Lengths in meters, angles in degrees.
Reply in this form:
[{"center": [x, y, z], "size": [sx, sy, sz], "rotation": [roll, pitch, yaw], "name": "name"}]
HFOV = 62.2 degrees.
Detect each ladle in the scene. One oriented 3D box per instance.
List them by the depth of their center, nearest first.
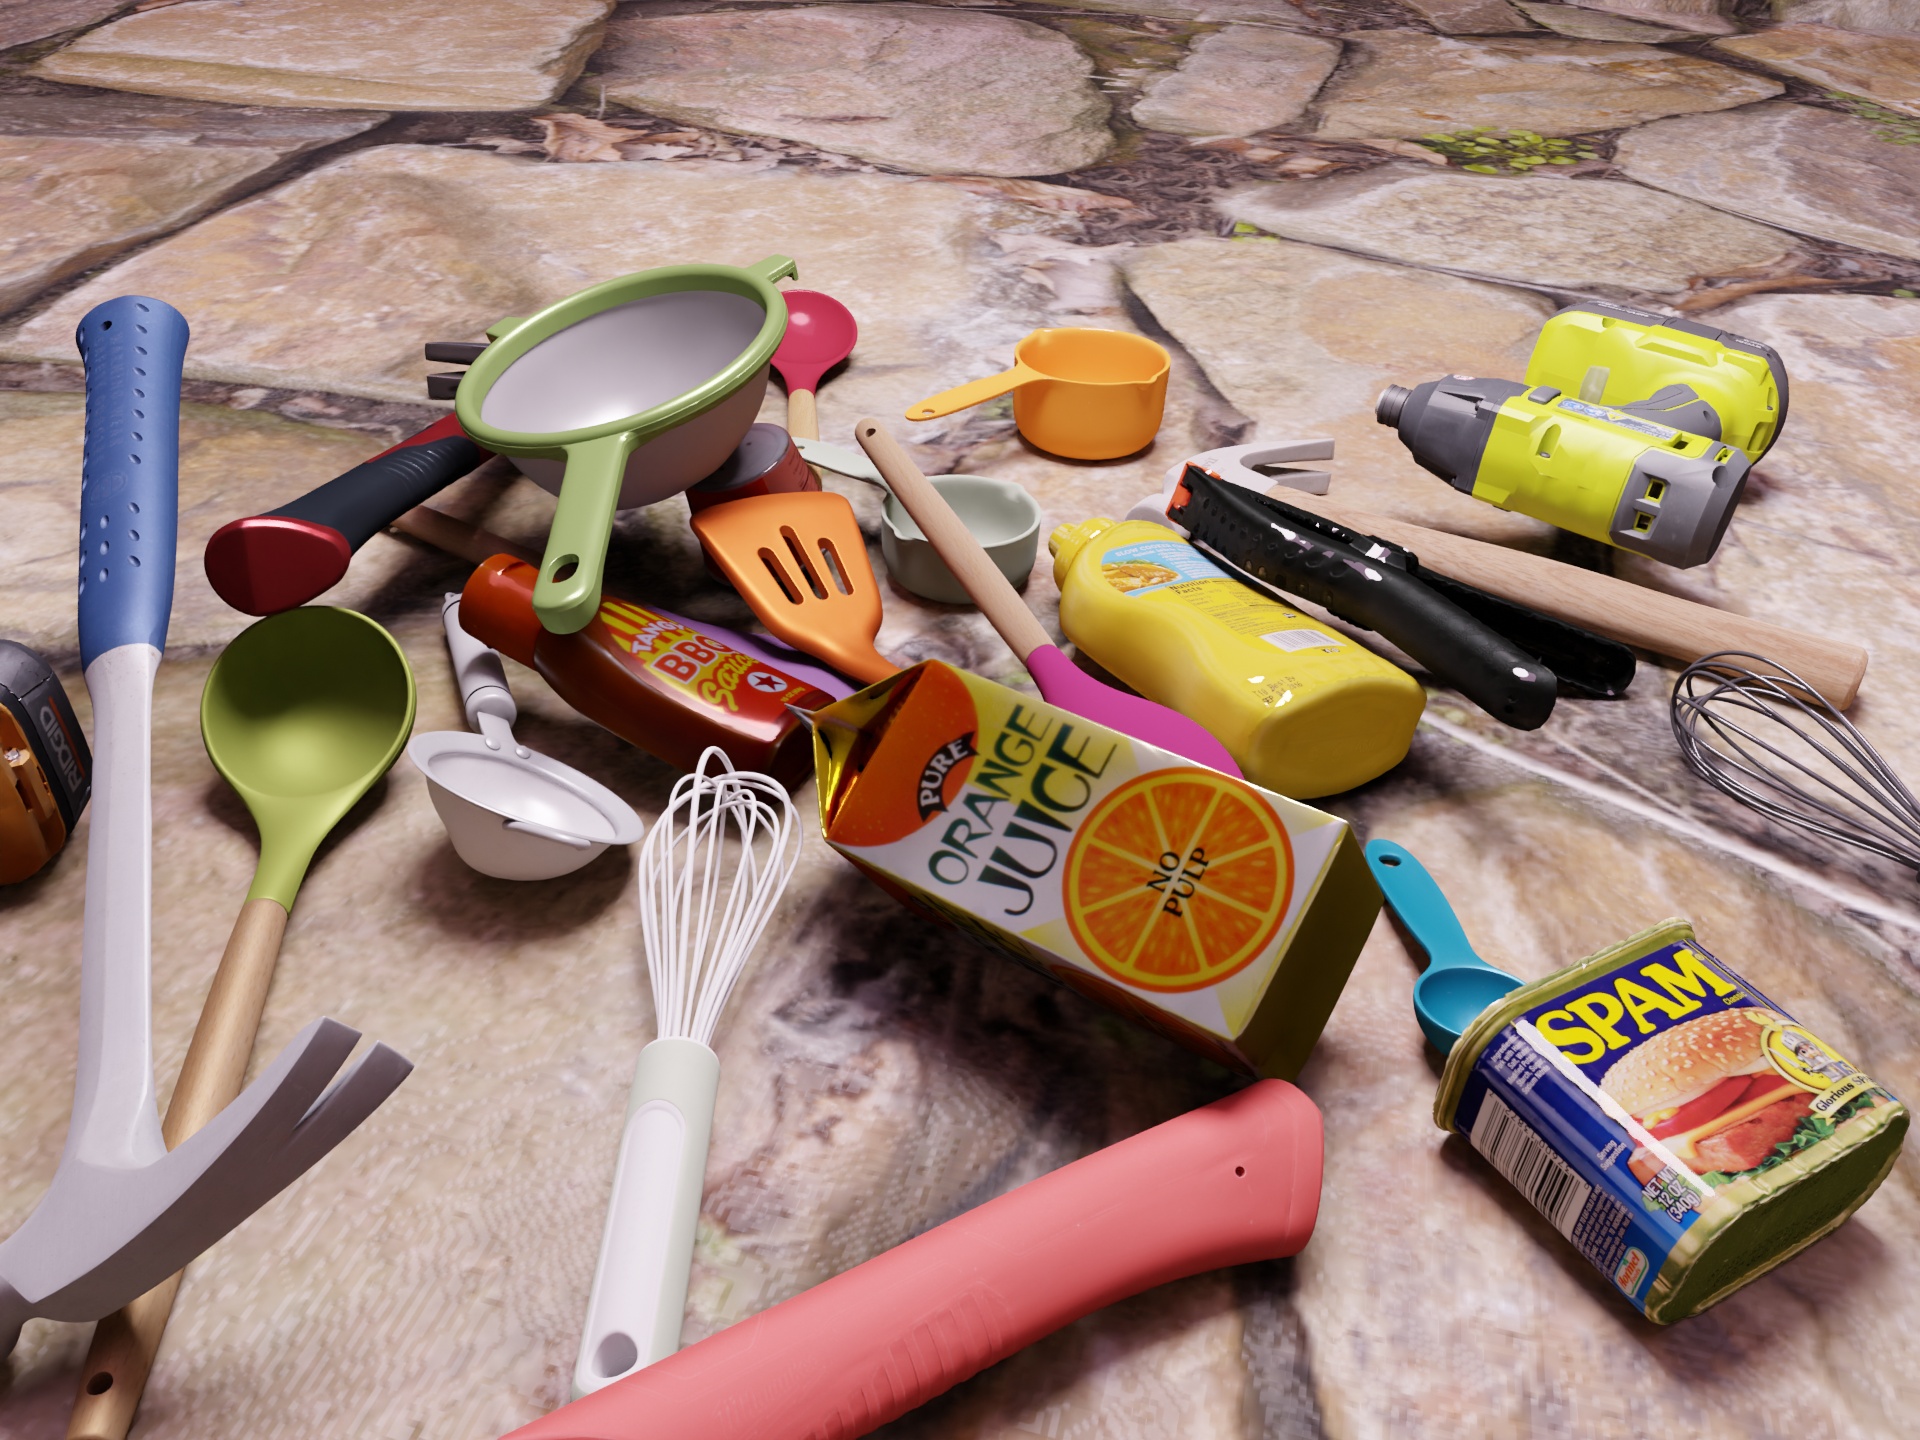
[{"center": [-0.228, 0.070, 0.500], "size": [0.078, 0.062, 0.320], "rotation": [-5, 37, -5], "name": "ladle"}, {"center": [-0.087, -0.170, 0.892], "size": [0.069, 0.031, 0.316], "rotation": [-1, 36, -6], "name": "ladle"}]

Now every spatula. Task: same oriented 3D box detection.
[{"center": [-0.001, -0.002, 0.618], "size": [0.081, 0.041, 0.323], "rotation": [-14, 39, -33], "name": "spatula"}, {"center": [-0.162, -0.052, 0.719], "size": [0.316, 0.018, 0.060], "rotation": [24, 40, 27], "name": "spatula"}]

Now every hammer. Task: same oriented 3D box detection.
[{"center": [-0.058, 0.153, 0.372], "size": [0.359, 0.036, 0.149], "rotation": [-16, 63, -31], "name": "hammer"}, {"center": [-0.260, -0.012, 0.504], "size": [0.144, 0.035, 0.406], "rotation": [-28, 51, 5], "name": "hammer"}, {"center": [-0.256, -0.129, 0.752], "size": [0.143, 0.038, 0.386], "rotation": [4, 23, 5], "name": "hammer"}, {"center": [0.253, -0.073, 0.764], "size": [0.331, 0.031, 0.130], "rotation": [21, 39, 25], "name": "hammer"}]

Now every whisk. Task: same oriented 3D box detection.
[{"center": [-0.083, 0.096, 0.478], "size": [0.058, 0.059, 0.247], "rotation": [-8, 38, 6], "name": "whisk"}, {"center": [0.359, 0.048, 0.578], "size": [0.055, 0.055, 0.239], "rotation": [-19, 44, -28], "name": "whisk"}]

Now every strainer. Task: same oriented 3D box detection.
[{"center": [-0.181, 0.002, 0.618], "size": [0.086, 0.050, 0.259], "rotation": [21, 16, -31], "name": "strainer"}, {"center": [-0.140, -0.104, 0.672], "size": [0.151, 0.069, 0.257], "rotation": [-11, 42, 7], "name": "strainer"}]

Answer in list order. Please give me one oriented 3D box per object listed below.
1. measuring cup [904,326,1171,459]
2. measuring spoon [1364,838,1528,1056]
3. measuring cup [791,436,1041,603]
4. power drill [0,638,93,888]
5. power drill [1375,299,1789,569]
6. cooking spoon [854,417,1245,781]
[{"center": [0.040, -0.169, 0.877], "size": [0.173, 0.052, 0.095], "rotation": [-24, 42, -31], "name": "measuring cup"}, {"center": [0.163, 0.080, 0.550], "size": [0.042, 0.021, 0.129], "rotation": [-1, 25, -4], "name": "measuring spoon"}, {"center": [-0.033, -0.102, 0.786], "size": [0.168, 0.038, 0.083], "rotation": [27, 41, 35], "name": "measuring cup"}, {"center": [-0.396, 0.067, 0.478], "size": [0.185, 0.084, 0.226], "rotation": [1, 38, 1], "name": "power drill"}, {"center": [0.328, -0.155, 0.823], "size": [0.171, 0.080, 0.223], "rotation": [26, 33, 26], "name": "power drill"}, {"center": [0.022, -0.041, 0.662], "size": [0.069, 0.017, 0.319], "rotation": [-35, 49, 1], "name": "cooking spoon"}]
